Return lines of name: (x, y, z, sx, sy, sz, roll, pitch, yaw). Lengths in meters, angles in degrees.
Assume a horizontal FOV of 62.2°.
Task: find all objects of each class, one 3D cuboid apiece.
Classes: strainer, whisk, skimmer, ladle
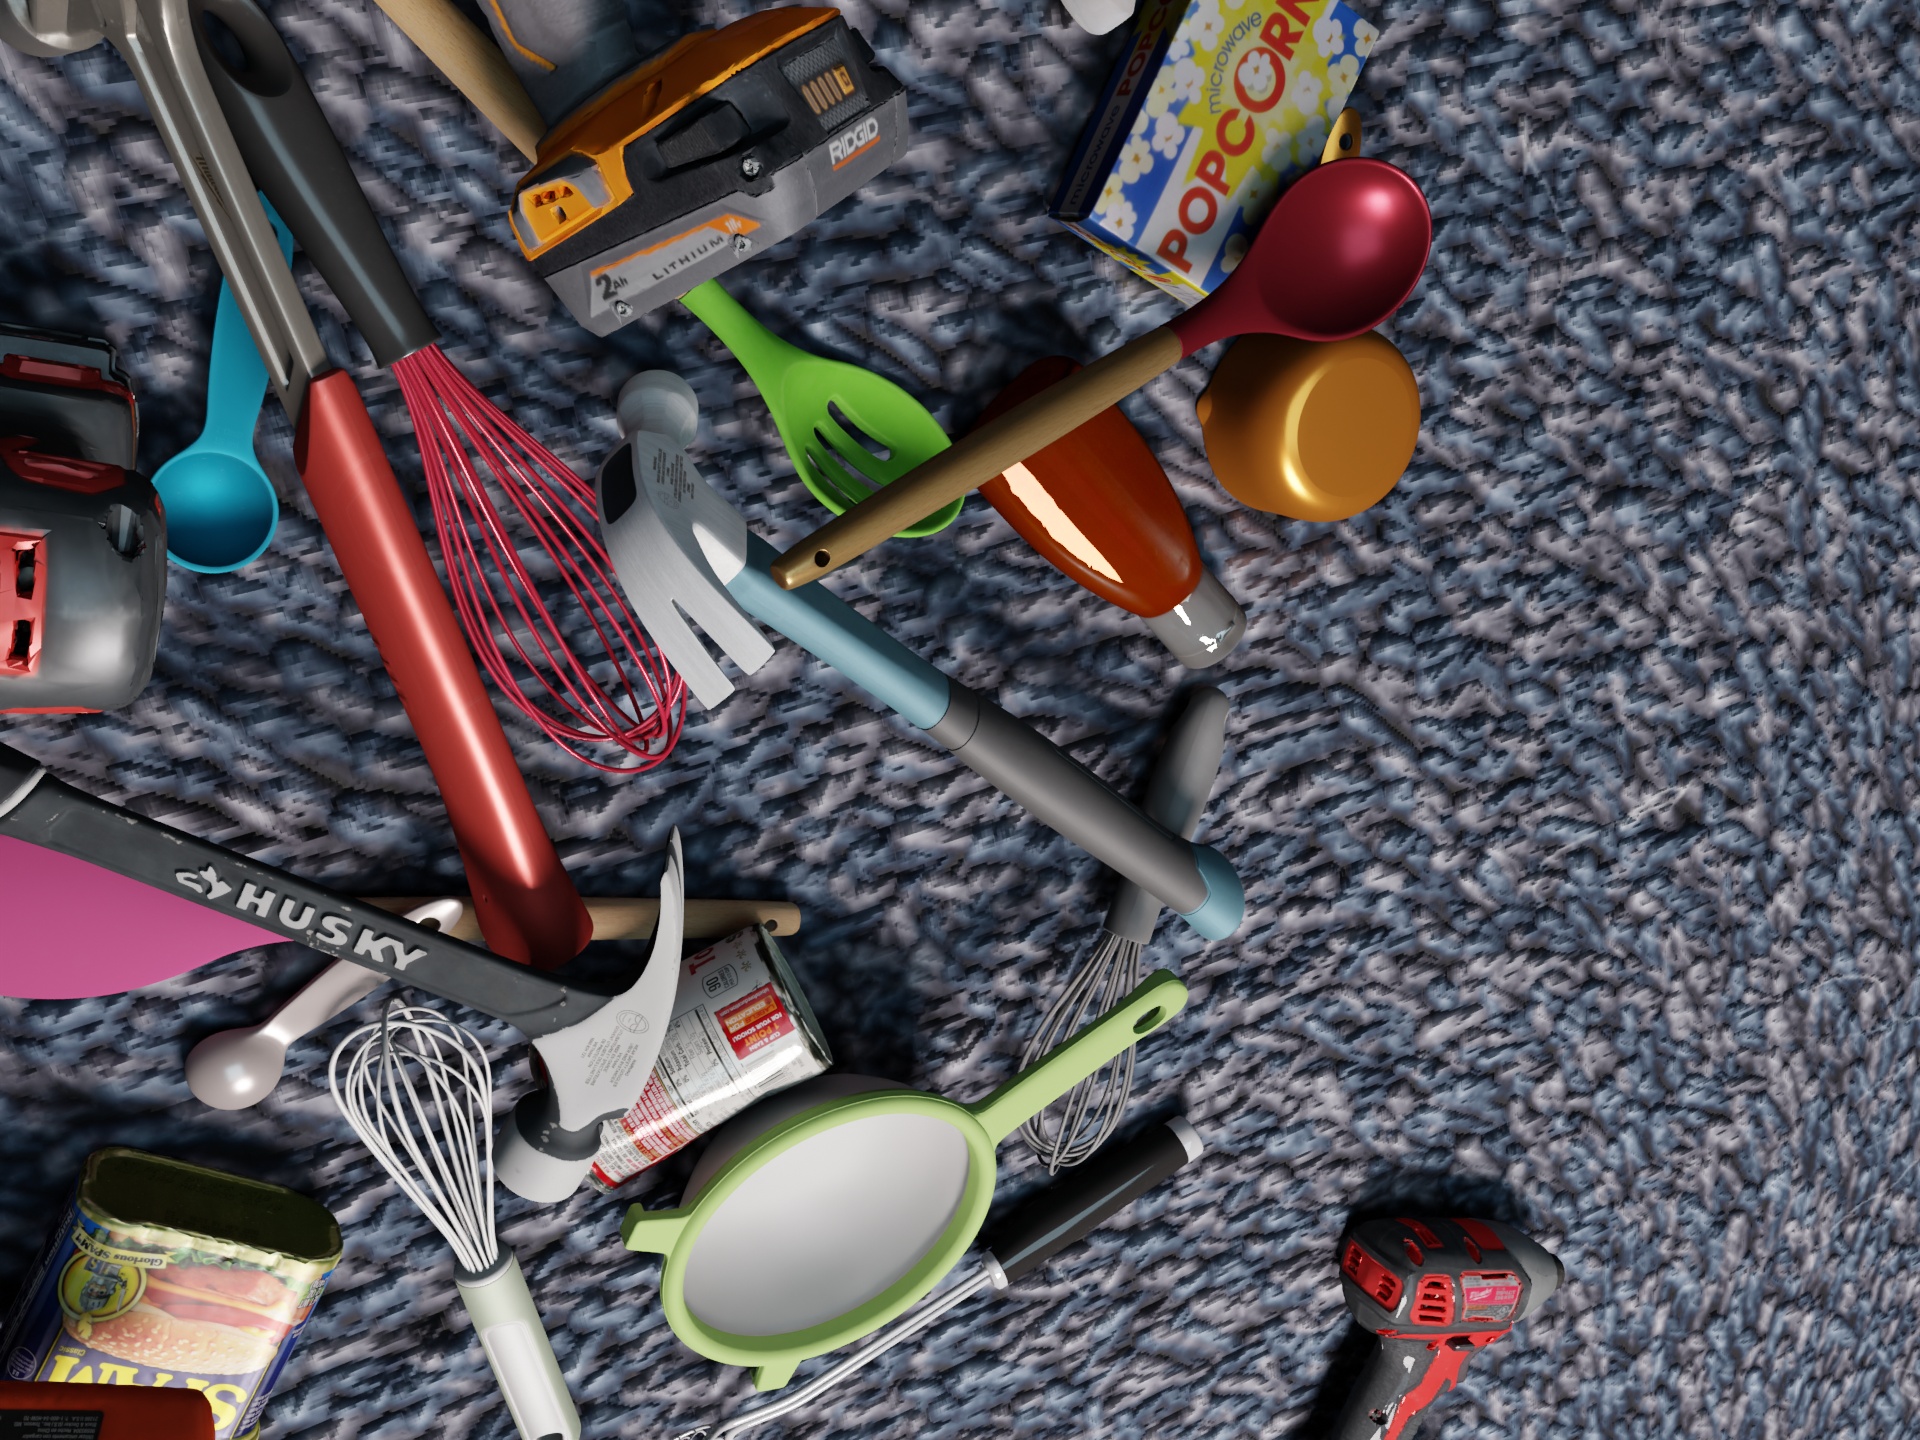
strainer: (-0.021, 0.170, 0.691, 0.256, 0.069, 0.151, -33, 132, -10)
whisk: (0.078, 0.098, 0.736, 0.055, 0.055, 0.239, 17, 95, -29)
whisk: (-0.195, 0.215, 0.645, 0.058, 0.059, 0.246, -14, 118, -8)
skimmer: (-0.019, 0.314, 0.735, 0.363, 0.090, 0.127, -29, 151, -17)
whisk: (-0.175, -0.107, 0.540, 0.073, 0.073, 0.295, -32, 112, -12)
ladle: (0.060, -0.128, 0.591, 0.315, 0.031, 0.069, -34, 114, -23)

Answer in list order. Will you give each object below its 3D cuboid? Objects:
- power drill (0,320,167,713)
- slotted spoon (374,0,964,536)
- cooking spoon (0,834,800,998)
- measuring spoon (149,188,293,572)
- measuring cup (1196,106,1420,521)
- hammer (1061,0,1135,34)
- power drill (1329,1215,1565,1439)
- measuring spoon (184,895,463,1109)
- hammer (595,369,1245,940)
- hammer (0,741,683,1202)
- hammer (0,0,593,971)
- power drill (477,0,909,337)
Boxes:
power drill: (-0.301, -0.059, 0.396, 0.187, 0.227, 0.080, 5, 105, -27)
slotted spoon: (-0.113, -0.174, 0.560, 0.313, 0.031, 0.070, 43, 52, -27)
cooking spoon: (-0.212, 0.075, 0.604, 0.318, 0.017, 0.068, 3, 109, -26)
measuring spoon: (-0.244, -0.113, 0.531, 0.042, 0.021, 0.128, 10, 94, -41)
measuring cup: (0.161, -0.169, 0.677, 0.095, 0.052, 0.173, 0, 109, -25)
hammer: (0.011, -0.263, 0.415, 0.386, 0.143, 0.038, -24, 88, -58)
power drill: (0.263, 0.386, 0.903, 0.143, 0.079, 0.219, 9, 100, -28)
measuring spoon: (-0.235, 0.107, 0.591, 0.124, 0.018, 0.034, -37, 130, 2)
hammer: (-0.001, -0.002, 0.619, 0.033, 0.128, 0.330, -39, 124, 25)
hammer: (-0.279, 0.028, 0.498, 0.408, 0.036, 0.149, 26, 112, -17)
hammer: (-0.182, -0.063, 0.502, 0.037, 0.149, 0.358, -41, 130, -38)
power drill: (-0.110, -0.240, 0.450, 0.226, 0.164, 0.084, 58, 46, -20)
